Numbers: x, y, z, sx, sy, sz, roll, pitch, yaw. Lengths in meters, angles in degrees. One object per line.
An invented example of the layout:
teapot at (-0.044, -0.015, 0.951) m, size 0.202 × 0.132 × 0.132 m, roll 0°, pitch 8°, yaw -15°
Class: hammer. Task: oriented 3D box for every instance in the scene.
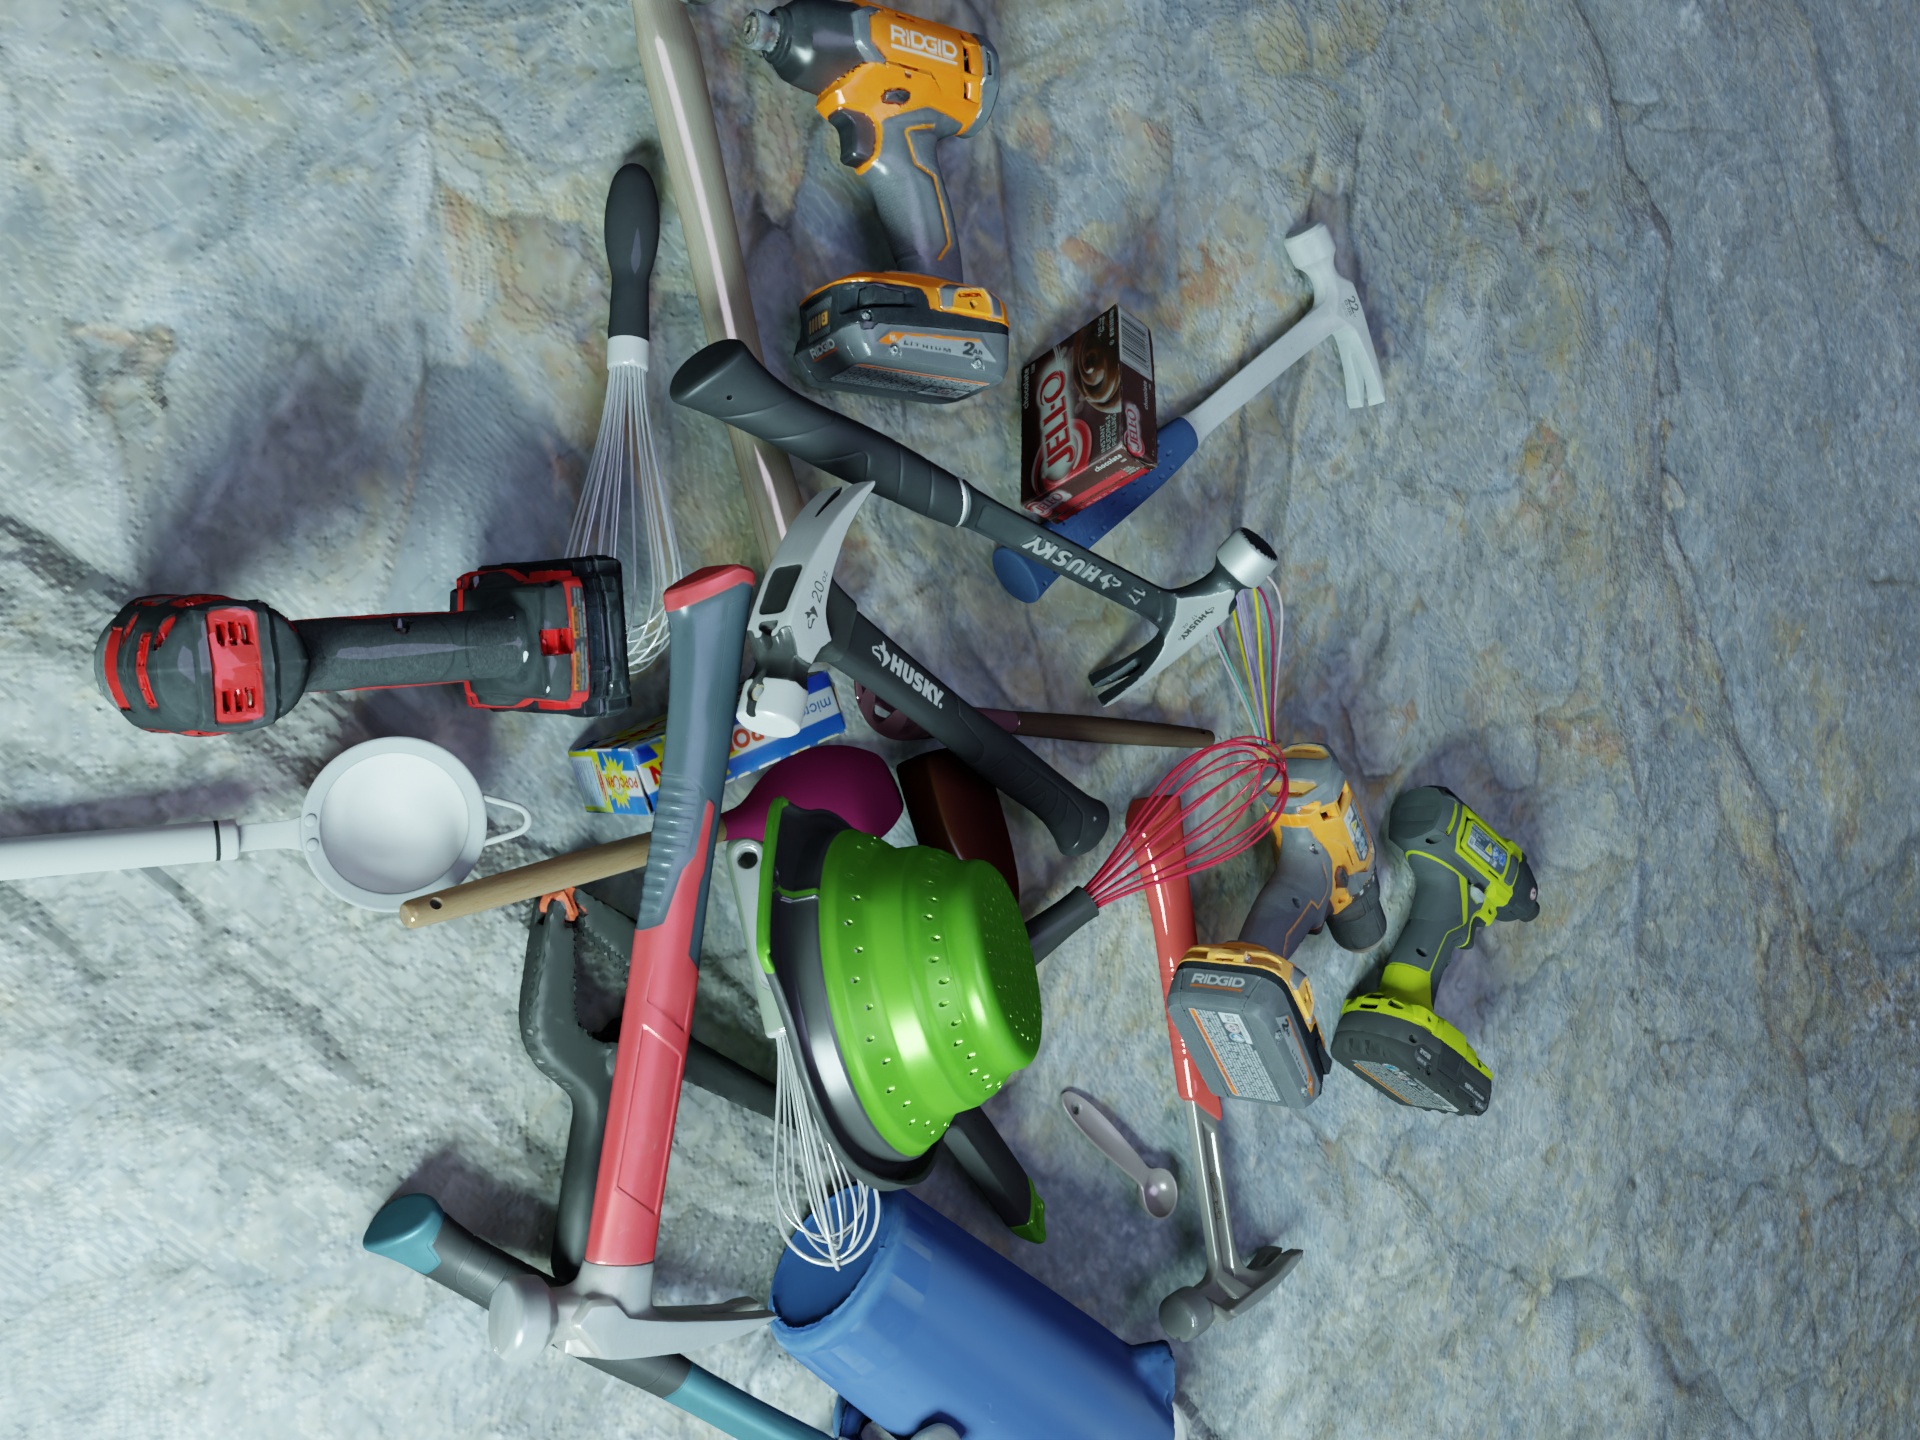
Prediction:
hammer at (-0.001, -0.003, 0.908) m, size 0.334 × 0.035 × 0.146 m, roll 38°, pitch 56°, yaw -48°
hammer at (-0.134, -0.228, 0.877) m, size 0.146 × 0.038 × 0.410 m, roll -34°, pitch 114°, yaw -61°
hammer at (-0.160, 0.339, 0.835) m, size 0.330 × 0.128 × 0.033 m, roll 38°, pitch 32°, yaw -20°
hammer at (0.166, 0.229, 1.102) m, size 0.149 × 0.037 × 0.359 m, roll -10°, pitch 92°, yaw -49°
hammer at (0.170, -0.204, 1.125) m, size 0.405 × 0.035 × 0.144 m, roll -42°, pitch 112°, yaw -29°
hammer at (-0.132, 0.115, 0.791) m, size 0.143 × 0.038 × 0.386 m, roll 12°, pitch 84°, yaw -37°
hammer at (0.009, -0.118, 0.937) m, size 0.408 × 0.149 × 0.036 m, roll 21°, pitch 32°, yaw -37°

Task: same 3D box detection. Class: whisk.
whisk at (-0.181, -0.166, 0.858) m, size 0.070 × 0.070 × 0.285 m, roll 5°, pitch 81°, yaw -36°
whisk at (0.097, 0.105, 1.021) m, size 0.296 × 0.073 × 0.073 m, roll -35°, pitch 110°, yaw -13°
whisk at (0.219, -0.003, 1.152) m, size 0.051 × 0.047 × 0.245 m, roll -21°, pitch 104°, yaw -36°
whisk at (-0.095, 0.180, 0.885) m, size 0.058 × 0.059 × 0.246 m, roll -14°, pitch 78°, yaw -5°

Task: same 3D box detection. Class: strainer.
strainer at (-0.336, 0.053, 0.746) m, size 0.258 × 0.050 × 0.087 m, roll -4°, pitch 98°, yaw -31°

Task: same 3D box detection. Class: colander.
colander at (0.013, 0.189, 0.893) m, size 0.205 × 0.094 × 0.396 m, roll -91°, pitch 160°, yaw -45°

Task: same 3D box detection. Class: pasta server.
pasta server at (0.058, -0.002, 1.037) m, size 0.316 × 0.040 × 0.060 m, roll 5°, pitch 43°, yaw -38°

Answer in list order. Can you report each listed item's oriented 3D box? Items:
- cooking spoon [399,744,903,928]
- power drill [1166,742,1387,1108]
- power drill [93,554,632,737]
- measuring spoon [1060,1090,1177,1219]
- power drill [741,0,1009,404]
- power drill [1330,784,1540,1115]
cooking spoon at (-0.151, 0.064, 0.862) m, size 0.319 × 0.017 × 0.069 m, roll -14°, pitch 73°, yaw -43°
power drill at (0.232, 0.154, 1.094) m, size 0.226 × 0.084 × 0.185 m, roll -59°, pitch 135°, yaw -36°
power drill at (-0.277, -0.032, 0.738) m, size 0.219 × 0.143 × 0.078 m, roll -8°, pitch 97°, yaw -42°
measuring spoon at (0.104, 0.293, 1.080) m, size 0.124 × 0.018 × 0.034 m, roll 48°, pitch 52°, yaw -17°
power drill at (-0.051, -0.313, 0.942) m, size 0.164 × 0.084 × 0.226 m, roll 0°, pitch 84°, yaw -36°
power drill at (0.383, 0.186, 1.248) m, size 0.171 × 0.080 × 0.223 m, roll 37°, pitch 65°, yaw -30°
